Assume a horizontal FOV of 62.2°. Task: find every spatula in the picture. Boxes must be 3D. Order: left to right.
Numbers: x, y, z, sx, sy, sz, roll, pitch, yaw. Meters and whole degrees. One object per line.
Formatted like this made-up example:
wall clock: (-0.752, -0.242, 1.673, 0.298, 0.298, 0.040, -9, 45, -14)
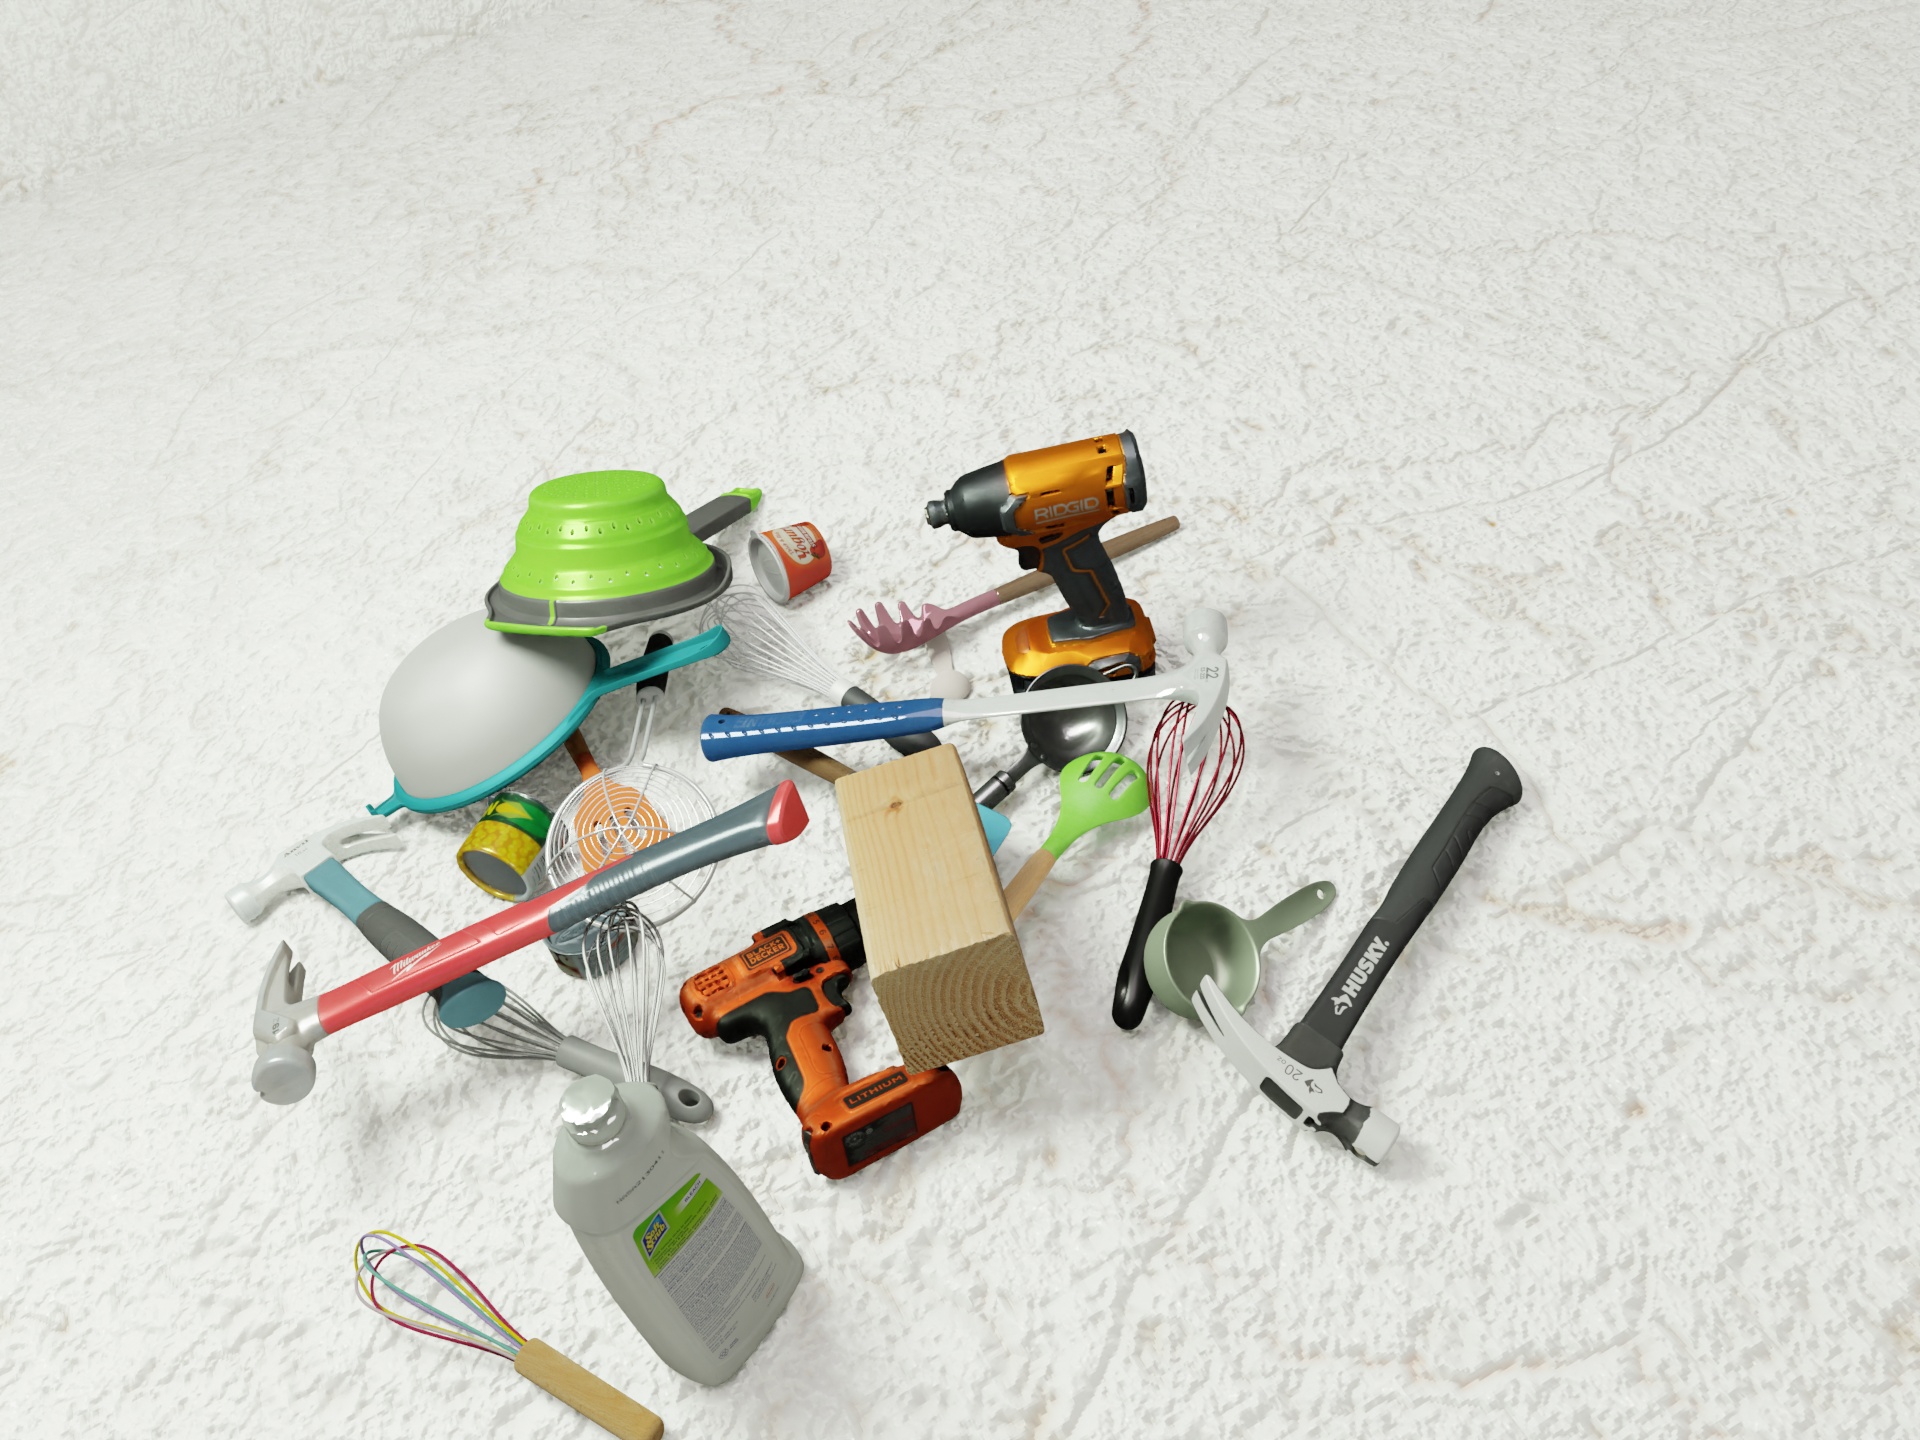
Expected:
spatula: (-0.320, 0.026, 1.333, 0.081, 0.041, 0.323, -25, 41, -14)
spatula: (-0.095, 0.047, 1.235, 0.318, 0.044, 0.082, 25, 71, 45)

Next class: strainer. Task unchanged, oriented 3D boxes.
strainer: (-0.347, -0.046, 1.287, 0.340, 0.095, 0.211, -17, 35, 24)
strainer: (0.037, 0.042, 1.218, 0.258, 0.050, 0.087, -41, 93, -19)

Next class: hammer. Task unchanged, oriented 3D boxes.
hammer: (-0.431, 0.151, 1.180, 0.128, 0.033, 0.331, -39, 38, -27)
hammer: (-0.288, 0.125, 1.075, 0.386, 0.038, 0.143, -24, 32, -5)
hammer: (-0.002, -0.004, 1.192, 0.405, 0.035, 0.144, -7, 43, 14)
hammer: (0.286, 0.128, 1.056, 0.146, 0.035, 0.335, 34, 55, 15)

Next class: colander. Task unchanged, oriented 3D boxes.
colander: (-0.270, -0.182, 1.383, 0.204, 0.094, 0.397, 4, 24, 17)

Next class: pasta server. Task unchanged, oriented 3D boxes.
pasta server: (0.053, -0.123, 1.373, 0.316, 0.040, 0.060, -24, 27, -16)

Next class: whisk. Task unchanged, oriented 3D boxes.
whisk: (-0.278, 0.376, 0.961, 0.245, 0.051, 0.047, 20, 74, 25)
whisk: (-0.273, 0.230, 1.098, 0.239, 0.055, 0.055, 16, 51, 21)
whisk: (-0.210, 0.233, 1.039, 0.057, 0.059, 0.247, 9, 56, -36)
whisk: (-0.118, -0.038, 1.327, 0.285, 0.070, 0.070, 32, 59, 31)
whisk: (0.151, 0.089, 1.133, 0.073, 0.073, 0.296, 6, 52, 19)

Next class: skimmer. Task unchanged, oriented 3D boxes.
skimmer: (-0.249, 0.033, 1.267, 0.127, 0.090, 0.364, -7, 26, -3)

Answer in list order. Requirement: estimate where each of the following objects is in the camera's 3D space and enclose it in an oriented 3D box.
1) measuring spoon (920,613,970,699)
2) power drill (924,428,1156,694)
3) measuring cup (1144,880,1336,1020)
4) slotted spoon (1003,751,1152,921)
measuring spoon: (-0.019, -0.060, 1.350, 0.034, 0.018, 0.124, -15, 43, -2)
power drill: (0.068, -0.111, 1.230, 0.164, 0.226, 0.084, -11, 44, 2)
measuring cup: (0.191, 0.147, 1.076, 0.167, 0.038, 0.083, -22, 82, -35)
slotted spoon: (0.050, 0.112, 1.115, 0.070, 0.031, 0.314, 27, 47, 18)
